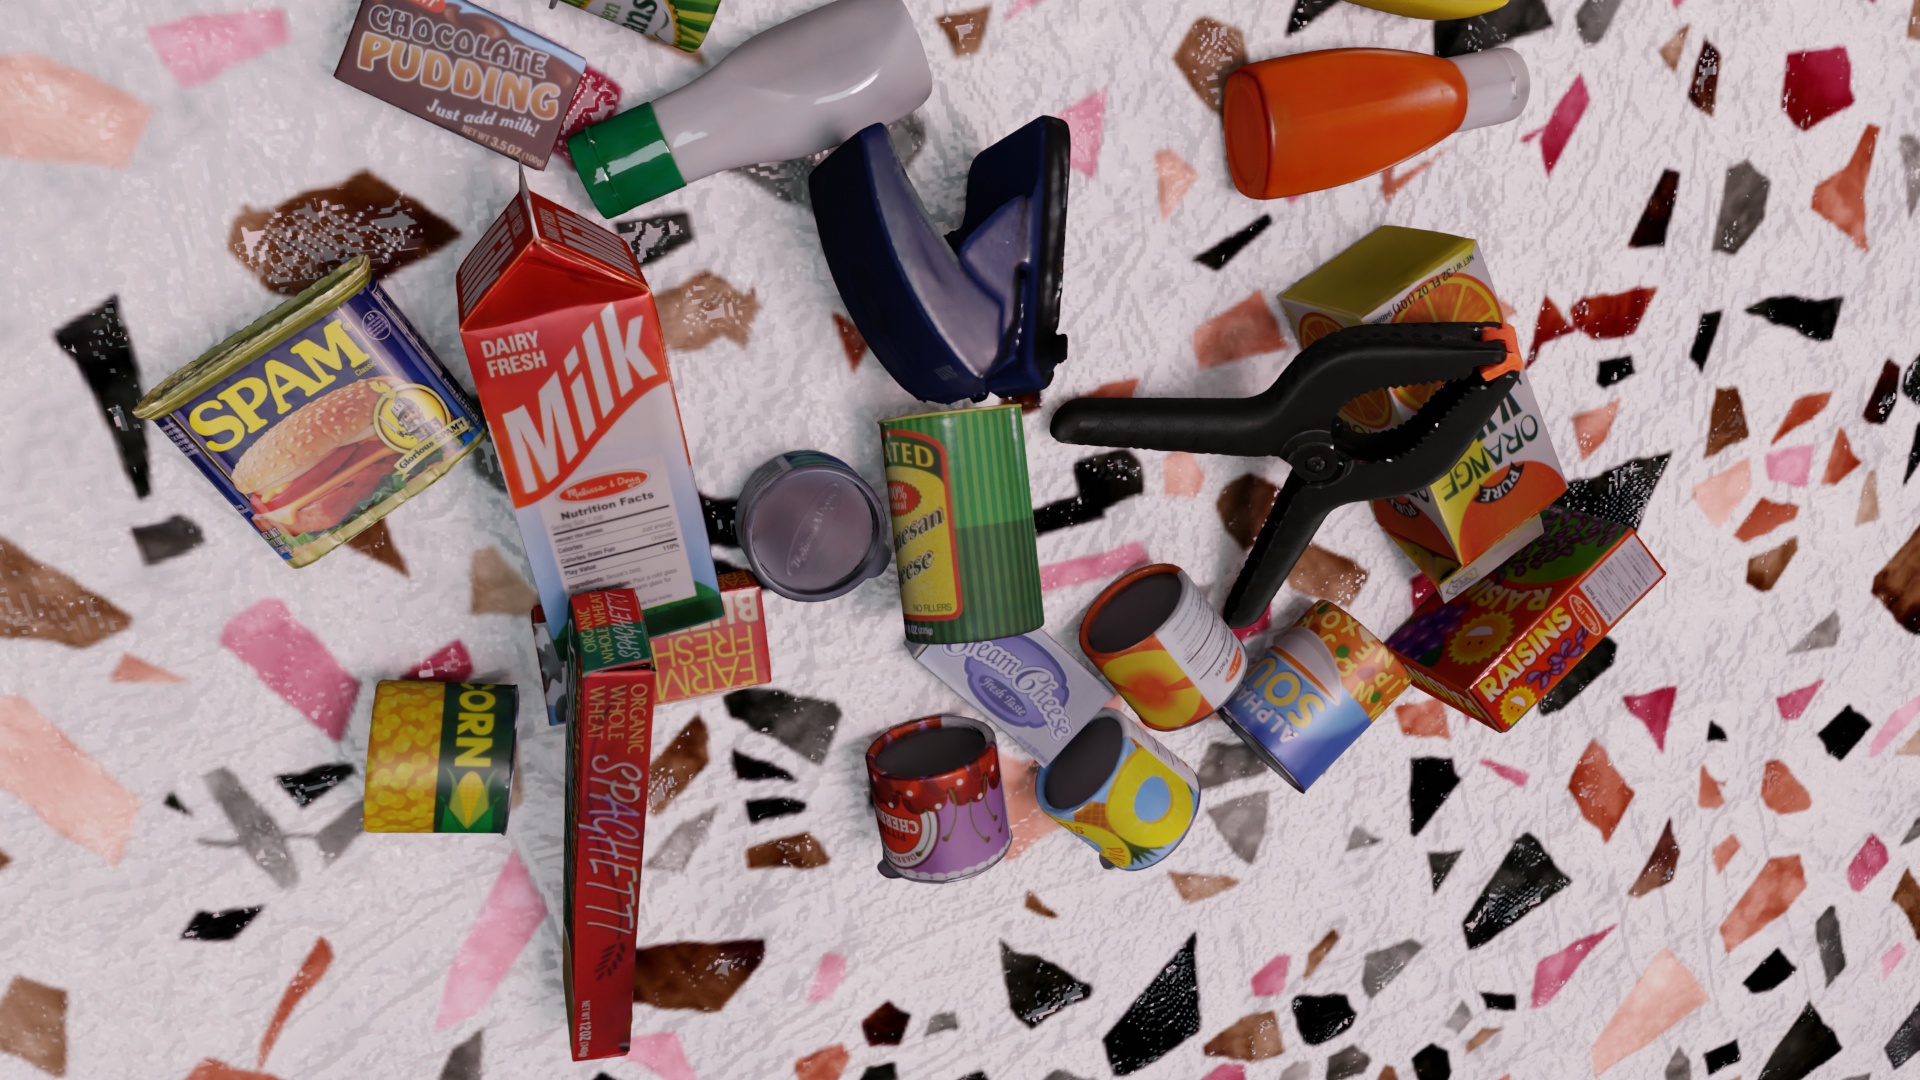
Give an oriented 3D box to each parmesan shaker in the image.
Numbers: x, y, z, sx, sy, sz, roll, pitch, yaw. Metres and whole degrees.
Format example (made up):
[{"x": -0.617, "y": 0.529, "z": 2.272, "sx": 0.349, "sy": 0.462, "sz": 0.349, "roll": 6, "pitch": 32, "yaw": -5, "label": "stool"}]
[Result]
[{"x": 0.002, "y": -0.008, "z": 0.634, "sx": 0.071, "sy": 0.071, "sz": 0.103, "roll": -8, "pitch": 93, "yaw": -17, "label": "parmesan shaker"}]

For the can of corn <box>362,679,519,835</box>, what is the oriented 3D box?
[{"x": -0.225, "y": 0.092, "z": 0.603, "sx": 0.058, "sy": 0.071, "sz": 0.071, "roll": 5, "pitch": 105, "yaw": -20, "label": "can of corn"}]

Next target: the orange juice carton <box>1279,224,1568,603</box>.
[{"x": 0.246, "y": -0.059, "z": 0.715, "sx": 0.072, "sy": 0.073, "sz": 0.192, "roll": -34, "pitch": 115, "yaw": -7, "label": "orange juice carton"}]

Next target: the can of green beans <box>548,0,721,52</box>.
[{"x": -0.121, "y": -0.231, "z": 0.539, "sx": 0.058, "sy": 0.071, "sz": 0.071, "roll": 16, "pitch": 101, "yaw": -23, "label": "can of green beans"}]

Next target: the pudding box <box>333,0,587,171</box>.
[{"x": -0.195, "y": -0.185, "z": 0.547, "sx": 0.084, "sy": 0.030, "sz": 0.049, "roll": 22, "pitch": 98, "yaw": -24, "label": "pudding box"}]

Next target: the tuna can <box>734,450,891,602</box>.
[{"x": -0.068, "y": -0.006, "z": 0.646, "sx": 0.071, "sy": 0.033, "sz": 0.070, "roll": -6, "pitch": 108, "yaw": -17, "label": "tuna can"}]

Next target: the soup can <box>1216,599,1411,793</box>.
[{"x": 0.186, "y": 0.081, "z": 0.742, "sx": 0.084, "sy": 0.071, "sz": 0.071, "roll": -45, "pitch": 115, "yaw": -2, "label": "soup can"}]

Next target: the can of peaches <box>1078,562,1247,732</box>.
[{"x": 0.100, "y": 0.054, "z": 0.706, "sx": 0.071, "sy": 0.071, "sz": 0.058, "roll": -42, "pitch": 115, "yaw": -3, "label": "can of peaches"}]

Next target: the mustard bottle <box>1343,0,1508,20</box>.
[{"x": 0.182, "y": -0.280, "z": 0.637, "sx": 0.160, "sy": 0.049, "sz": 0.065, "roll": 2, "pitch": 106, "yaw": -19, "label": "mustard bottle"}]

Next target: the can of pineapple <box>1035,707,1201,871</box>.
[{"x": 0.080, "y": 0.130, "z": 0.720, "sx": 0.058, "sy": 0.071, "sz": 0.071, "roll": 40, "pitch": 91, "yaw": -24, "label": "can of pineapple"}]

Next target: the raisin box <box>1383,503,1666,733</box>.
[{"x": 0.305, "y": 0.039, "z": 0.758, "sx": 0.123, "sy": 0.086, "sz": 0.040, "roll": -43, "pitch": 109, "yaw": -2, "label": "raisin box"}]

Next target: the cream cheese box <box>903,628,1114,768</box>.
[{"x": 0.025, "y": 0.065, "z": 0.705, "sx": 0.103, "sy": 0.024, "sz": 0.053, "roll": 42, "pitch": 90, "yaw": -25, "label": "cream cheese box"}]

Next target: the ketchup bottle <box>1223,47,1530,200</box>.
[{"x": 0.202, "y": -0.208, "z": 0.670, "sx": 0.149, "sy": 0.043, "sz": 0.064, "roll": -14, "pitch": 112, "yaw": -14, "label": "ketchup bottle"}]

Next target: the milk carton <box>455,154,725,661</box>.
[{"x": -0.154, "y": -0.055, "z": 0.564, "sx": 0.073, "sy": 0.072, "sz": 0.189, "roll": -15, "pitch": 121, "yaw": -14, "label": "milk carton"}]

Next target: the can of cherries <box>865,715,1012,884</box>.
[{"x": -0.012, "y": 0.128, "z": 0.687, "sx": 0.071, "sy": 0.071, "sz": 0.058, "roll": -14, "pitch": 111, "yaw": -14, "label": "can of cherries"}]

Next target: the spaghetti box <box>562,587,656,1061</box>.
[{"x": -0.156, "y": 0.132, "z": 0.606, "sx": 0.029, "sy": 0.050, "sz": 0.248, "roll": -3, "pitch": 127, "yaw": -21, "label": "spaghetti box"}]

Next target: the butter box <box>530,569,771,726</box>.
[{"x": -0.142, "y": 0.049, "z": 0.642, "sx": 0.104, "sy": 0.024, "sz": 0.053, "roll": -10, "pitch": 110, "yaw": -15, "label": "butter box"}]

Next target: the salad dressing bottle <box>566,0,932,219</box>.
[{"x": -0.087, "y": -0.178, "z": 0.573, "sx": 0.148, "sy": 0.064, "sz": 0.043, "roll": -23, "pitch": 144, "yaw": -2, "label": "salad dressing bottle"}]
